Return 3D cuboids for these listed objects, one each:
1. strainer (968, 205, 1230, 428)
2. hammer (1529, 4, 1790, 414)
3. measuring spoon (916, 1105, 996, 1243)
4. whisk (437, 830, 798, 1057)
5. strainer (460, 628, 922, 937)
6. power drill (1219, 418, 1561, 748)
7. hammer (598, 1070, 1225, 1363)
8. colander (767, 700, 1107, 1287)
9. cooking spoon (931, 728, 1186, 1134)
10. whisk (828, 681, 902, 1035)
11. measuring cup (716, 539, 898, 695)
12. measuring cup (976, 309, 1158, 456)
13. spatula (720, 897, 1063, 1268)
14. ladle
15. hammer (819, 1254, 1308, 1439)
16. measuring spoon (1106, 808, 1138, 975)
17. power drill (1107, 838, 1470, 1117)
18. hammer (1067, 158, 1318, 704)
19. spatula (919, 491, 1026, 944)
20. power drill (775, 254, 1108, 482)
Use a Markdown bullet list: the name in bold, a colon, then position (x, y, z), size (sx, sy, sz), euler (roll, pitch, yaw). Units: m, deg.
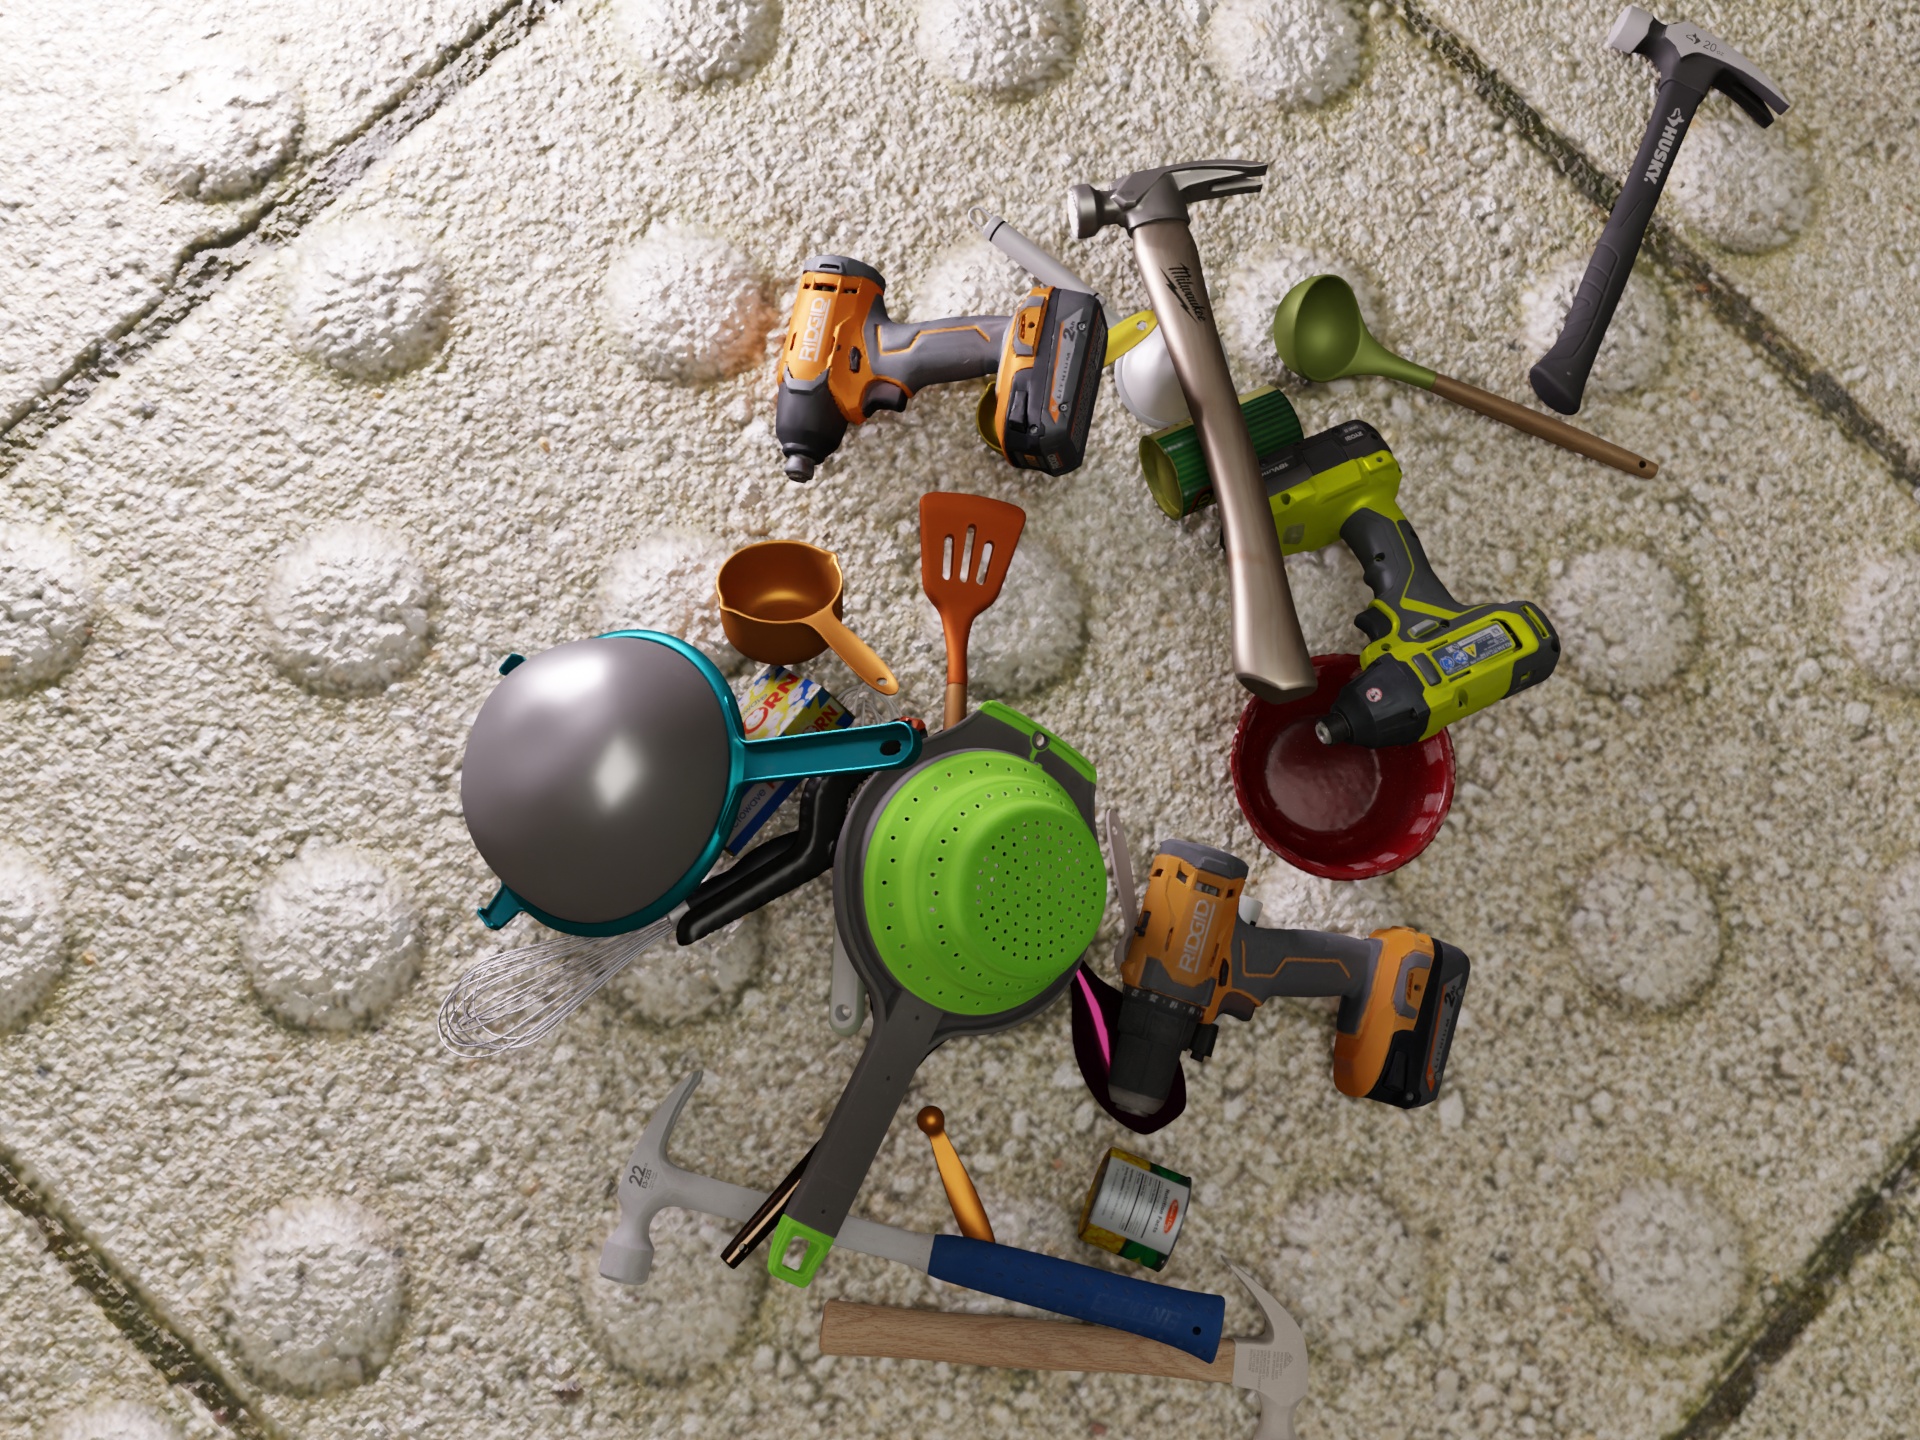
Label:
- **strainer**: position (0.106, -0.303, 1.187), size (0.258, 0.050, 0.087), euler (39, 95, 5)
- **hammer**: position (0.525, -0.387, 1.235), size (0.146, 0.035, 0.335), euler (25, 80, 0)
- **measuring spoon**: position (-0.001, 0.321, 1.095), size (0.021, 0.011, 0.117), euler (-22, 84, -8)
- **whisk**: position (-0.221, 0.147, 1.083), size (0.284, 0.070, 0.070), euler (-27, 85, -13)
- **strainer**: position (-0.194, 0.024, 1.005), size (0.340, 0.095, 0.211), euler (-7, 73, 25)
- **power drill**: position (0.282, -0.090, 1.108), size (0.171, 0.080, 0.223), euler (-23, 63, -10)
- **hammer**: position (-0.028, 0.343, 1.049), size (0.405, 0.035, 0.144), euler (13, 80, 6)
- **colander**: position (-0.008, 0.178, 1.013), size (0.204, 0.094, 0.397), euler (33, 75, -23)
- **cooking spoon**: position (0.063, 0.145, 1.123), size (0.069, 0.017, 0.319), euler (-29, 84, -14)
- **whisk**: position (-0.073, 0.095, 1.107), size (0.058, 0.059, 0.246), euler (2, 86, 13)
- **measuring cup**: position (-0.098, -0.054, 1.091), size (0.095, 0.052, 0.174), euler (-29, 56, -28)
- **measuring cup**: position (0.082, -0.249, 1.167), size (0.156, 0.029, 0.062), euler (-35, 78, 1)
- **spatula**: position (-0.046, 0.235, 1.058), size (0.060, 0.018, 0.316), euler (45, 70, -3)
- **ladle**: position (0.382, -0.247, 1.192), size (0.320, 0.062, 0.078), euler (21, 89, -4)
- **hammer**: position (0.071, 0.421, 1.076), size (0.331, 0.031, 0.130), euler (7, 81, -3)
- **measuring spoon**: position (0.113, 0.125, 1.132), size (0.018, 0.034, 0.124), euler (-18, 73, 37)
- **power drill**: position (0.215, 0.199, 1.084), size (0.226, 0.084, 0.185), euler (19, 81, -10)
- **hammer**: position (0.188, -0.209, 1.103), size (0.146, 0.038, 0.411), euler (-11, 72, -3)
- **spatula**: position (-0.002, -0.004, 1.116), size (0.081, 0.041, 0.323), euler (8, 72, -15)
- **power drill**: position (-0.022, -0.236, 1.125), size (0.226, 0.084, 0.164), euler (10, 81, 15)
